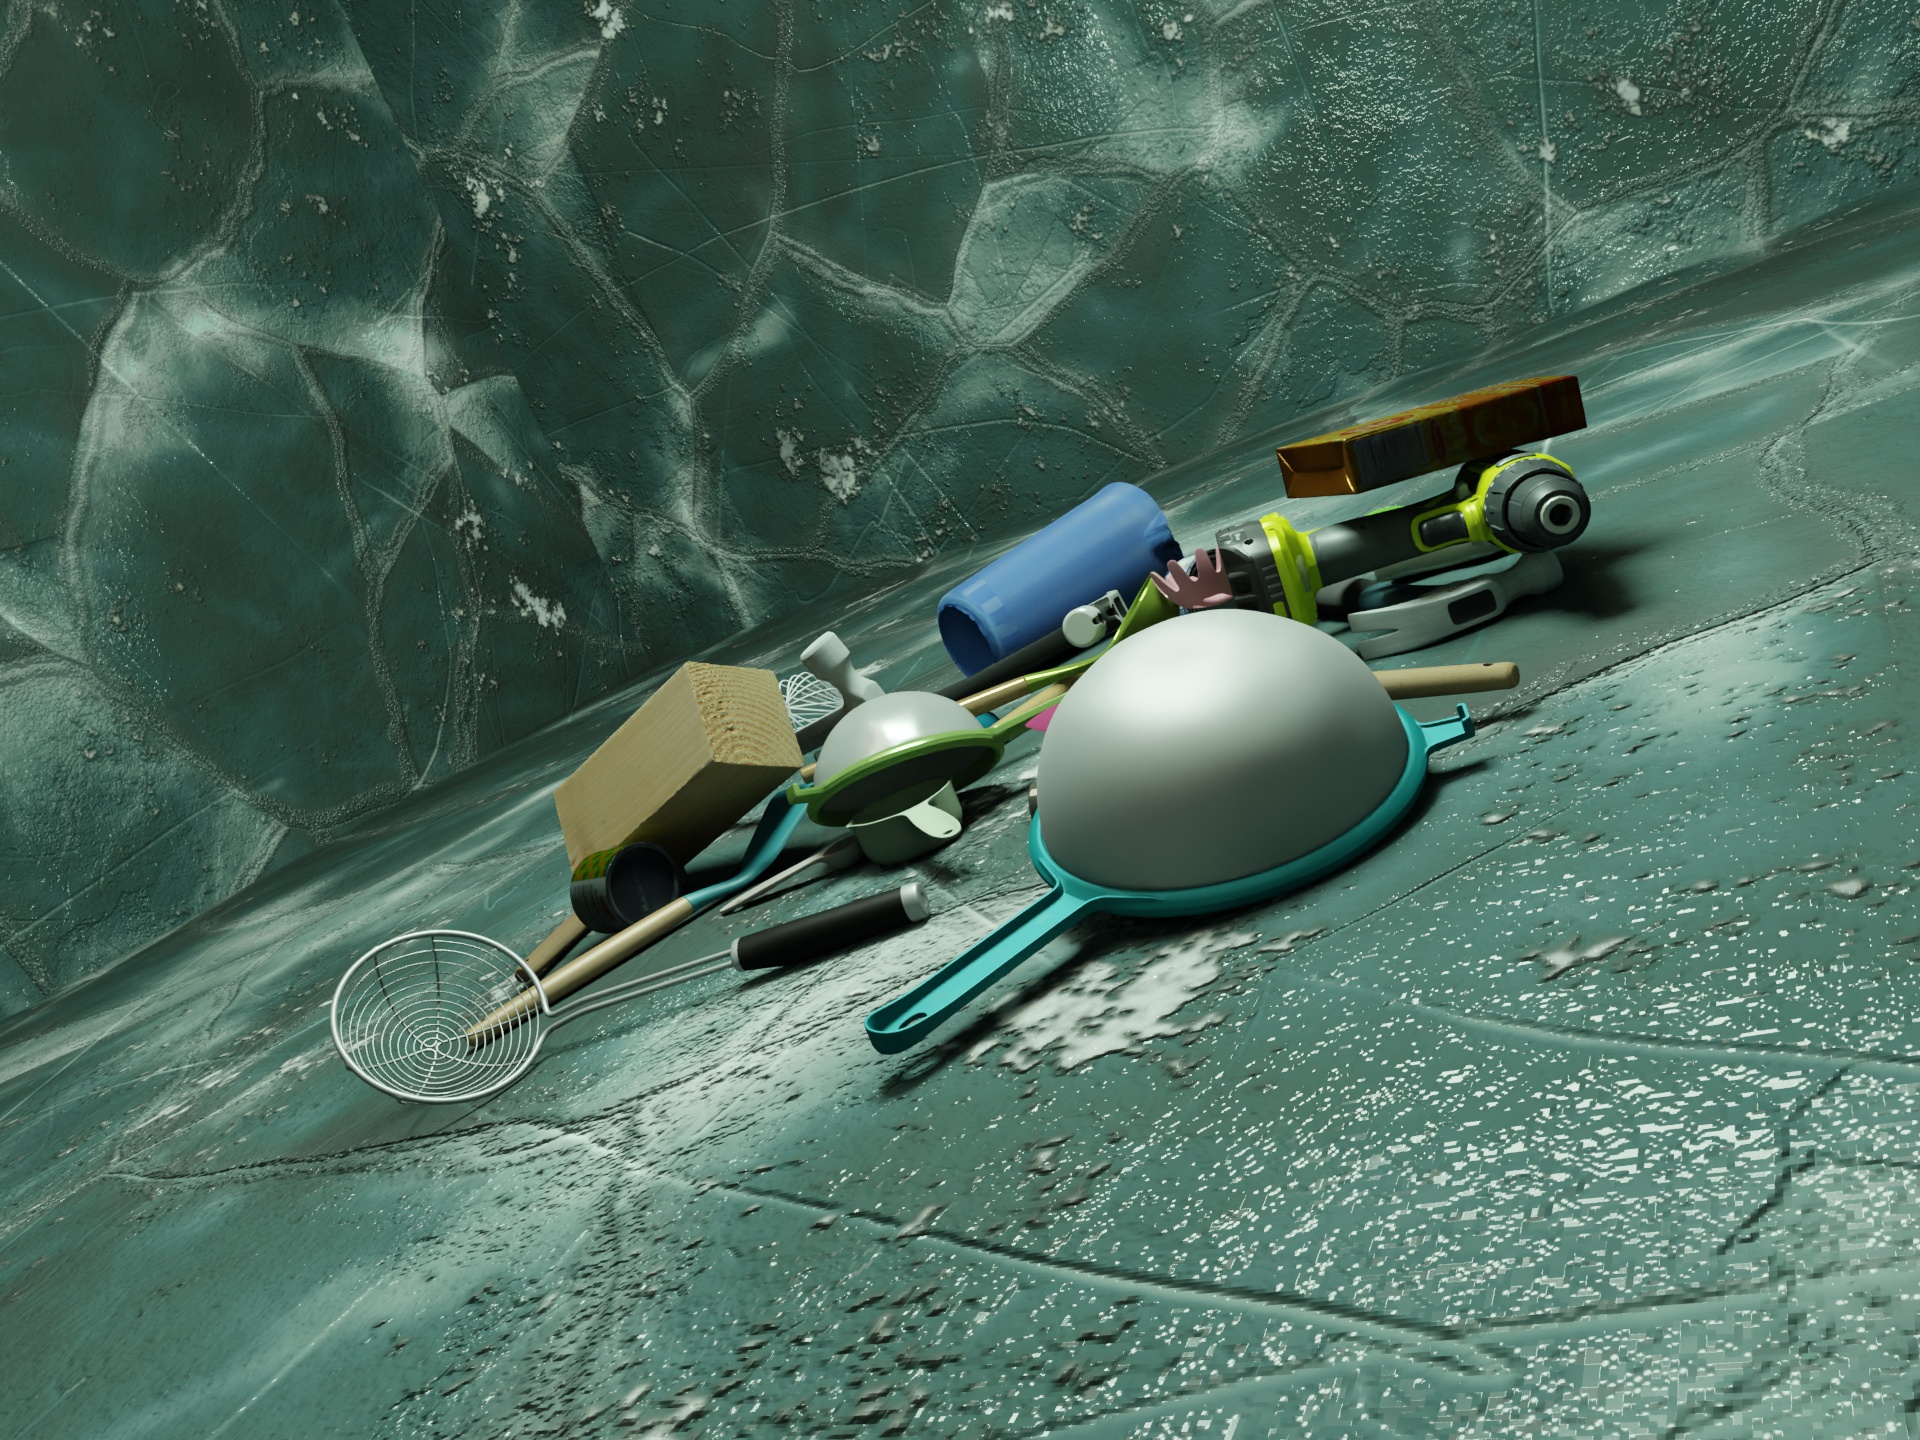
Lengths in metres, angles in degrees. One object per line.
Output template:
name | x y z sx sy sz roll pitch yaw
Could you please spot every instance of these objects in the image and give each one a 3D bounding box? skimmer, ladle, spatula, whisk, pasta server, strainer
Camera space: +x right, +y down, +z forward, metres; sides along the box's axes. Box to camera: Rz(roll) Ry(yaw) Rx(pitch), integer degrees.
skimmer | -0.200 0.143 0.956 0.363 0.090 0.127 -19 43 13
ladle | 0.022 -0.029 1.226 0.320 0.062 0.078 -22 -2 -1
spatula | -0.305 0.155 1.333 0.060 0.018 0.316 -22 9 12
whisk | -0.111 -0.008 1.501 0.070 0.070 0.284 -21 -7 16
pasta server | 0.273 -0.134 1.258 0.316 0.040 0.060 -18 -7 -37
strainer | 0.076 0.033 0.782 0.340 0.095 0.211 -33 26 -28
ladle | 0.088 -0.028 1.364 0.315 0.031 0.069 -34 9 -37
strainer | -0.002 -0.004 1.144 0.256 0.069 0.151 -25 -17 12
spatula | -0.227 0.139 1.167 0.317 0.044 0.082 -32 10 -34

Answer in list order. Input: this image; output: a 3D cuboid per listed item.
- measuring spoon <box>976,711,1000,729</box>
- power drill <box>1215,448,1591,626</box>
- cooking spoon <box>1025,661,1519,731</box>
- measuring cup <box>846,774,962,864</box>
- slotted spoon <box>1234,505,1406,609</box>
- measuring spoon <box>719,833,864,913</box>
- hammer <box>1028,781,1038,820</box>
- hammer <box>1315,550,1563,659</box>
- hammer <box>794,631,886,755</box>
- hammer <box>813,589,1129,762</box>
measuring spoon | -0.024 0.019 1.381 0.128 0.021 0.042 -25 10 -17
power drill | 0.289 -0.117 1.039 0.228 0.080 0.190 -17 9 11
cooking spoon | 0.172 -0.014 0.941 0.319 0.017 0.069 -5 15 40
measuring cup | -0.022 0.075 1.056 0.083 0.038 0.168 -26 12 -13
slotted spoon | 0.210 -0.076 1.198 0.314 0.031 0.070 -33 1 13
measuring spoon | -0.119 0.116 1.143 0.124 0.018 0.034 -28 9 14
hammer | 0.153 -0.001 1.036 0.130 0.031 0.331 -10 12 23
hammer | 0.306 -0.093 1.191 0.128 0.033 0.331 -24 10 -7
hammer | -0.174 0.044 1.396 0.405 0.144 0.035 -25 18 51
hammer | 0.004 -0.026 1.401 0.335 0.035 0.146 -28 1 26
